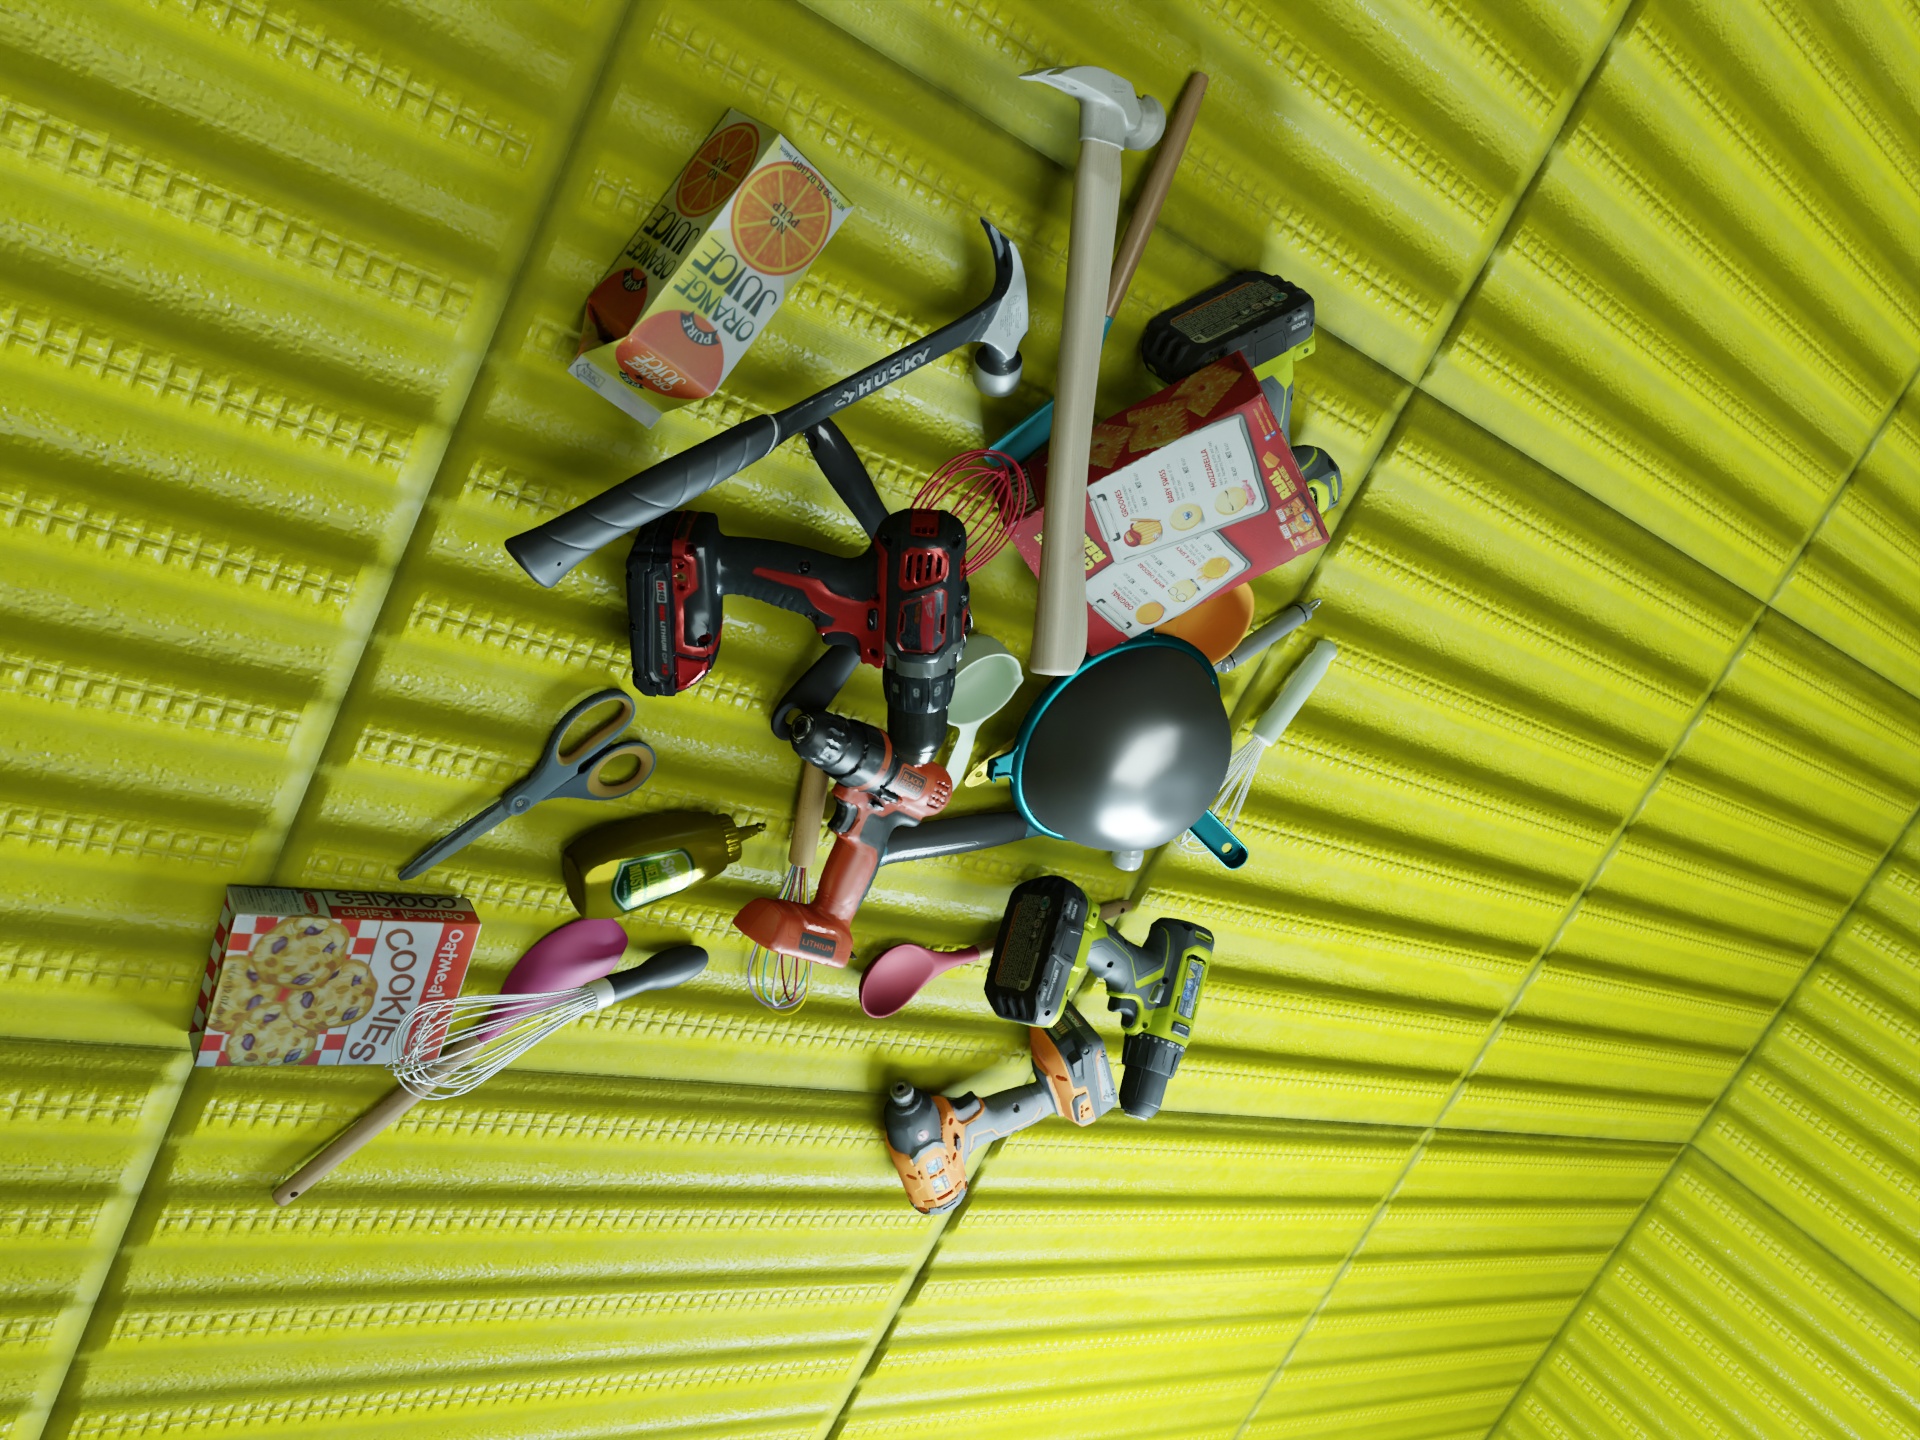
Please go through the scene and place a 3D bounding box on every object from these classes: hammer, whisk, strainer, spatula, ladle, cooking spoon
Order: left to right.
[{"bbox_3d":[-0.387,0.259,1.211,0.319,0.017,0.068,-39,132,-10],"label":"cooking spoon"},{"bbox_3d":[-0.297,0.214,1.189,0.284,0.070,0.070,-14,127,-49],"label":"whisk"},{"bbox_3d":[-0.112,-0.197,1.039,0.409,0.036,0.149,-33,154,-24],"label":"hammer"},{"bbox_3d":[-0.130,0.135,1.301,0.051,0.047,0.245,-3,116,-33],"label":"whisk"},{"bbox_3d":[-0.054,-0.136,1.180,0.055,0.055,0.238,-40,130,-8],"label":"whisk"},{"bbox_3d":[-0.053,-0.083,1.160,0.073,0.073,0.295,15,129,-41],"label":"whisk"},{"bbox_3d":[0.036,0.209,1.478,0.315,0.031,0.069,-12,117,-32],"label":"ladle"},{"bbox_3d":[0.043,0.095,1.405,0.331,0.033,0.128,-7,122,-33],"label":"hammer"},{"bbox_3d":[0.076,-0.235,1.107,0.146,0.038,0.410,-10,107,-55],"label":"hammer"},{"bbox_3d":[0.106,-0.328,1.177,0.317,0.044,0.082,-67,162,8],"label":"spatula"},{"bbox_3d":[0.189,0.070,1.389,0.211,0.095,0.340,-45,132,4],"label":"strainer"},{"bbox_3d":[0.236,-0.049,1.450,0.258,0.050,0.086,-32,148,-19],"label":"strainer"},{"bbox_3d":[0.284,0.023,1.529,0.246,0.059,0.057,-54,170,0],"label":"whisk"}]

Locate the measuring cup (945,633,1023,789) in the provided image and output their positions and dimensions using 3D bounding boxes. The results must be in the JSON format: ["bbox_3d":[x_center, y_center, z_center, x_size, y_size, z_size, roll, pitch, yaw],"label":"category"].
[{"bbox_3d":[-0.002,-0.004,1.316,0.083,0.038,0.167,-15,142,-30],"label":"measuring cup"}]

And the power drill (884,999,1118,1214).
[{"bbox_3d":[0.032,0.366,1.540,0.226,0.084,0.164,-28,129,-14],"label":"power drill"}]

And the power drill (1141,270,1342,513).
[{"bbox_3d":[0.224,-0.233,1.297,0.171,0.080,0.223,-28,133,-12],"label":"power drill"}]

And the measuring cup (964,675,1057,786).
[{"bbox_3d":[0.062,0.001,1.372,0.156,0.029,0.062,-37,134,6],"label":"measuring cup"}]

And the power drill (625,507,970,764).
[{"bbox_3d":[-0.107,-0.057,1.095,0.226,0.080,0.187,2,121,-1],"label":"power drill"}]

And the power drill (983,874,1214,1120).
[{"bbox_3d":[0.135,0.256,1.483,0.228,0.080,0.191,28,71,-35],"label":"power drill"}]

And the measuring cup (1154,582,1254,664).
[{"bbox_3d":[0.170,-0.089,1.368,0.173,0.052,0.095,-12,124,-27],"label":"measuring cup"}]
